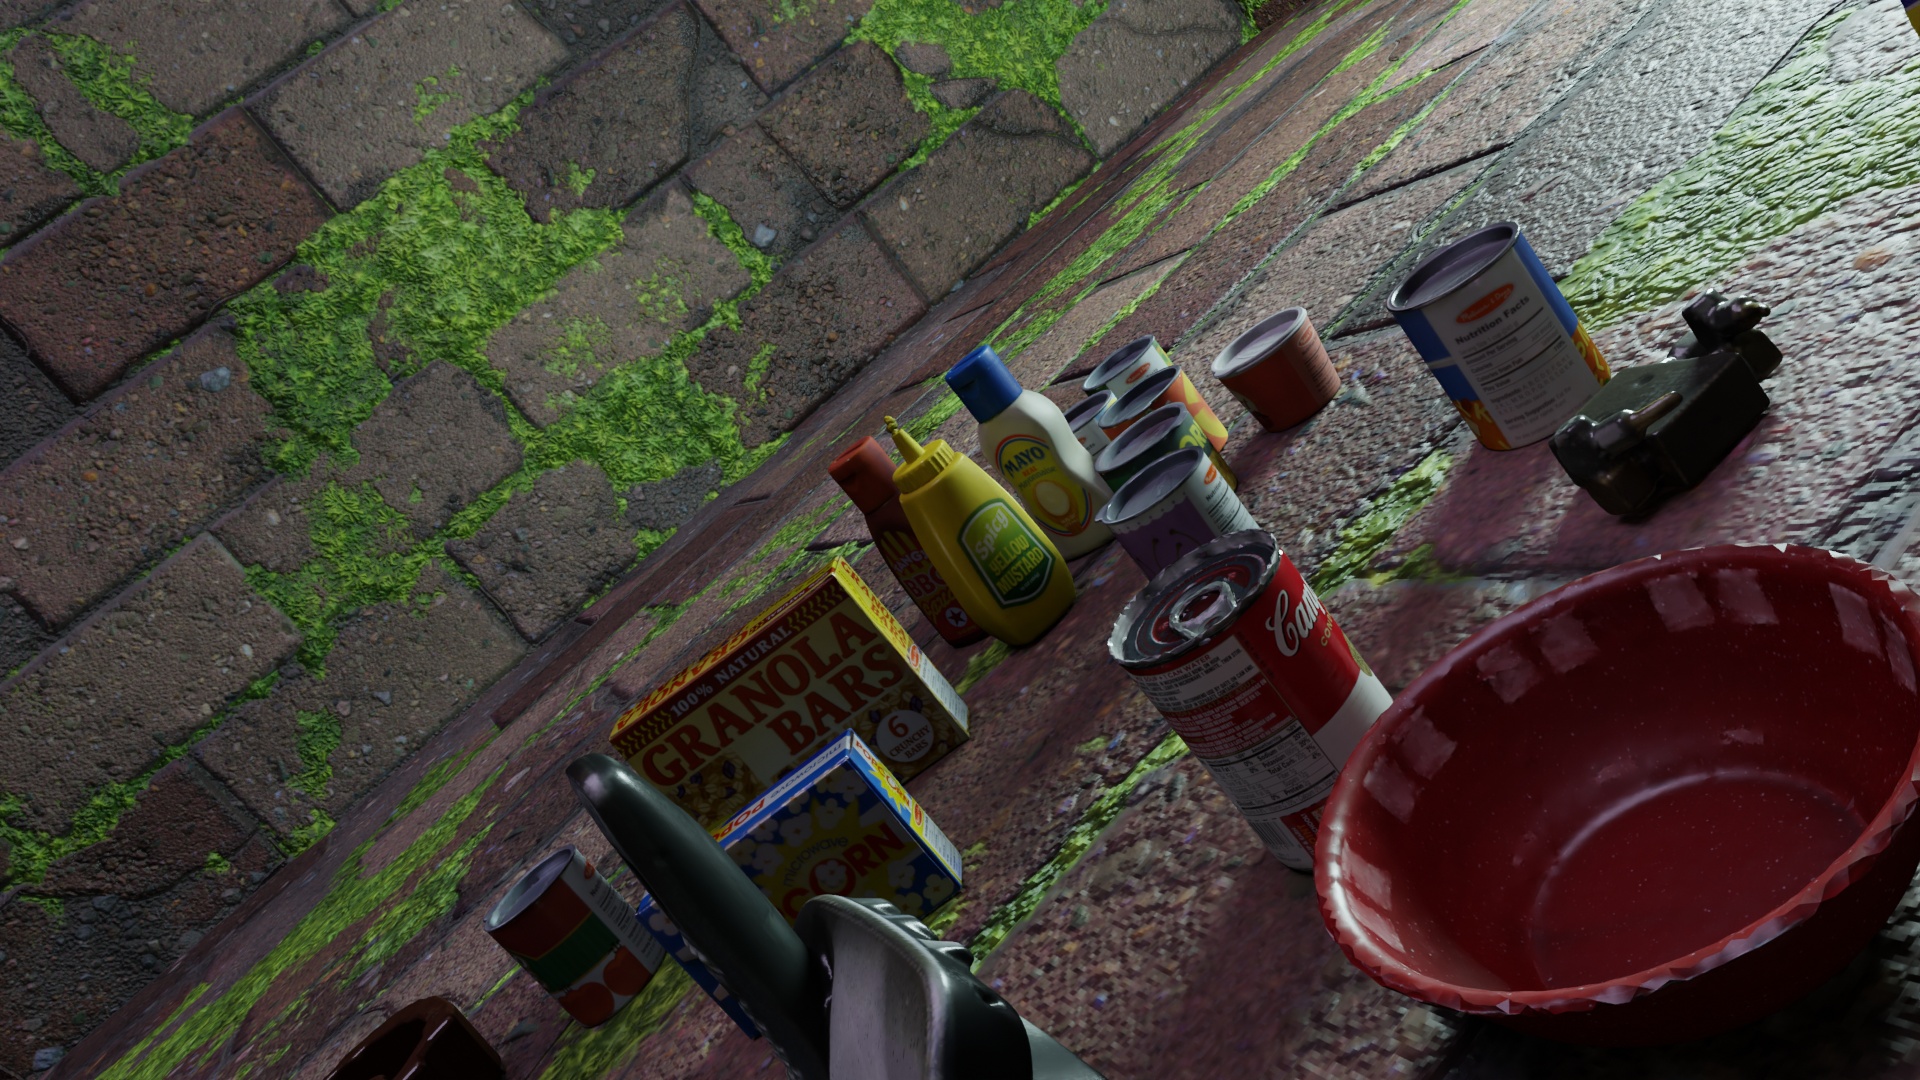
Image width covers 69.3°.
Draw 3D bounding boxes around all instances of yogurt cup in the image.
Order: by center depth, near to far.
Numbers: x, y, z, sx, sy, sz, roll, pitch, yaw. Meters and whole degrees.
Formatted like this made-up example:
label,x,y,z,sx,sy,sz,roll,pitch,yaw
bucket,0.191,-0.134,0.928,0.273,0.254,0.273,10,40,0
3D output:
label,x,y,z,sx,sy,sz,roll,pitch,yaw
yogurt cup,0.198,-0.104,0.862,0.072,0.054,0.072,-36,14,10

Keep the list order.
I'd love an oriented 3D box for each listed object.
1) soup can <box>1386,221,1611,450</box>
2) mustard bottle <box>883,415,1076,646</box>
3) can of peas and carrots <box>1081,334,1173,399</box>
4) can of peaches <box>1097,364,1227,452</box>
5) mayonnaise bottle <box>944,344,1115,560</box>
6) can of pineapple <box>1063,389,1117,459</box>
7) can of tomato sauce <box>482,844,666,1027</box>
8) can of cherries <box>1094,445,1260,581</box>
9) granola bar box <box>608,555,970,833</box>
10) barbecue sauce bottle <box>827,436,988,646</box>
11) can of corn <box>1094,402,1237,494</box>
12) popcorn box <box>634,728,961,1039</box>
label,x,y,z,sx,sy,sz,roll,pitch,yaw
soup can,0.248,-0.094,0.641,0.071,0.083,0.071,-36,14,10
mustard bottle,0.003,-0.011,0.838,0.065,0.160,0.048,-44,14,-21
can of peas and carrots,0.134,-0.112,1.041,0.071,0.058,0.071,-36,14,10
can of peaches,0.134,-0.073,0.917,0.071,0.058,0.071,-36,14,10
mayonnaise bottle,0.048,-0.058,0.902,0.064,0.148,0.041,-29,16,35
can of pineapple,0.098,-0.066,0.988,0.071,0.058,0.071,-36,14,10
can of tomato sauce,-0.225,0.231,0.809,0.071,0.083,0.071,-36,14,10
can of cherries,0.117,-0.008,0.751,0.071,0.058,0.072,-36,14,10
granola bar box,-0.096,0.106,0.794,0.165,0.124,0.039,-36,14,10
barbecue sauce bottle,-0.026,-0.001,0.906,0.064,0.148,0.044,-28,17,39
can of corn,0.126,-0.041,0.837,0.071,0.058,0.071,-36,14,10
popcorn box,-0.074,0.159,0.648,0.126,0.085,0.038,-37,13,6
